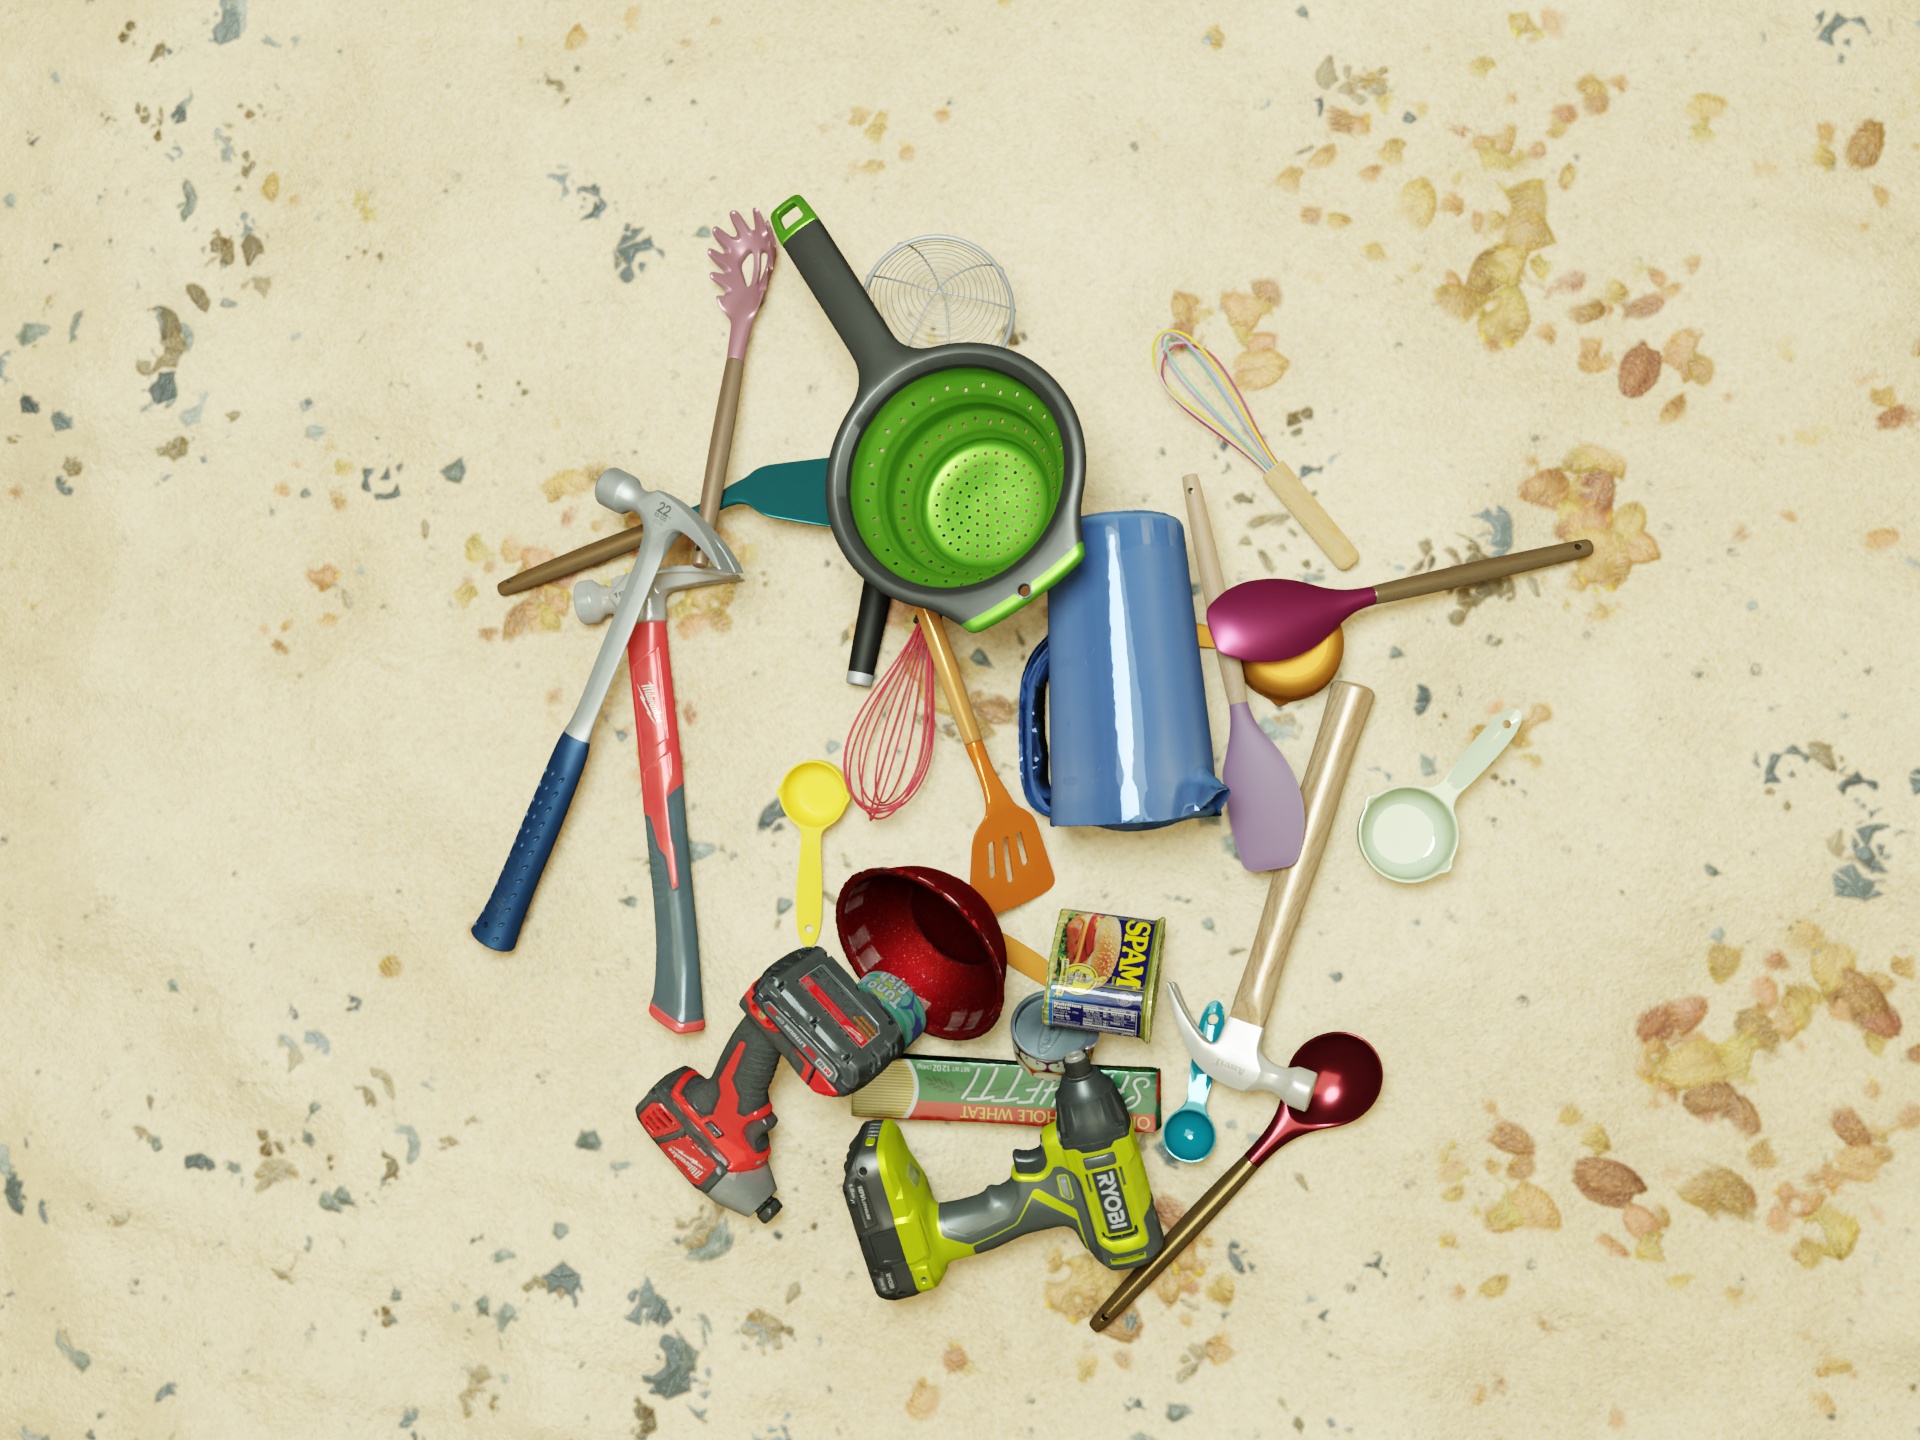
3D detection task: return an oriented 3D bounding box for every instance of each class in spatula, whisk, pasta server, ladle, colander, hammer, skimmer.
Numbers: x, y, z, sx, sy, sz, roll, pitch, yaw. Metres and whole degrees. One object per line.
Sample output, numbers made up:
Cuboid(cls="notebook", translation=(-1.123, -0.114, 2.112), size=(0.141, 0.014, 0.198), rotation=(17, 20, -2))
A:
Cuboid(cls="spatula", translation=(-0.248, -0.155, 1.348), size=(0.317, 0.044, 0.082), rotation=(-18, 53, 13))
Cuboid(cls="spatula", translation=(0.214, -0.039, 1.244), size=(0.060, 0.018, 0.316), rotation=(-13, 88, 22))
Cuboid(cls="spatula", translation=(-0.002, -0.004, 1.270), size=(0.081, 0.041, 0.322), rotation=(-19, 89, -24))
Cuboid(cls="whisk", translation=(-0.034, -0.060, 1.303), size=(0.073, 0.073, 0.296), rotation=(15, 82, 8))
Cuboid(cls="pasta server", translation=(-0.196, -0.278, 1.325), size=(0.060, 0.040, 0.316), rotation=(1, 73, 22))
Cuboid(cls="ladle", translation=(0.212, 0.366, 1.251), size=(0.069, 0.031, 0.315), rotation=(44, 93, 16))
Cuboid(cls="colander", translation=(-0.033, -0.244, 1.242), size=(0.204, 0.094, 0.397), rotation=(-34, 73, 11))
Cuboid(cls="hammer", translation=(0.258, 0.127, 1.254), size=(0.130, 0.031, 0.331), rotation=(17, 84, 21))
Cuboid(cls="hammer", translation=(-0.233, 0.064, 1.327), size=(0.143, 0.038, 0.386), rotation=(-8, 84, 5))
Cuboid(cls="skimmer", translation=(-0.045, -0.207, 1.298), size=(0.127, 0.090, 0.363), rotation=(12, 88, -8))
Cuboid(cls="whisk", translation=(0.238, -0.220, 1.294), size=(0.047, 0.051, 0.245), rotation=(-41, 85, 24))
Cuboid(cls="hammer", translation=(-0.306, 0.006, 1.302), size=(0.144, 0.035, 0.405), rotation=(28, 100, 23))

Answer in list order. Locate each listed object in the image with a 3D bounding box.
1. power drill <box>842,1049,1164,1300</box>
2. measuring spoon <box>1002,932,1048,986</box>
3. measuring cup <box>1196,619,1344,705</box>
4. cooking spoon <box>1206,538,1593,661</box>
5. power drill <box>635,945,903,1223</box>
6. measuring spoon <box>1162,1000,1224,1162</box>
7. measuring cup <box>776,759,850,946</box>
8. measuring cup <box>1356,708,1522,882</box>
Cuboid(cls="power drill", translation=(0.030, 0.354, 1.232), size=(0.223, 0.080, 0.171), rotation=(-15, 101, 7))
Cuboid(cls="measuring spoon", translation=(0.066, 0.204, 1.290), size=(0.117, 0.011, 0.021), rotation=(32, 90, 9))
Cuboid(cls="measuring cup", translation=(0.220, -0.067, 1.272), size=(0.173, 0.052, 0.095), rotation=(9, 86, 7))
Cuboid(cls="cooking spoon", translation=(0.346, -0.103, 1.241), size=(0.319, 0.017, 0.069), rotation=(-13, 74, -8))
Cuboid(cls="power drill", translation=(-0.151, 0.294, 1.250), size=(0.143, 0.078, 0.219), rotation=(46, 117, 10))
Cuboid(cls="measuring spoon", translation=(0.192, 0.287, 1.268), size=(0.042, 0.021, 0.129), rotation=(11, 78, 15))
Cuboid(cls="measuring cup", translation=(-0.121, 0.109, 1.321), size=(0.062, 0.029, 0.156), rotation=(4, 98, 9))
Cuboid(cls="measuring cup", translation=(0.380, 0.056, 1.250), size=(0.083, 0.038, 0.167), rotation=(42, 89, 9))
